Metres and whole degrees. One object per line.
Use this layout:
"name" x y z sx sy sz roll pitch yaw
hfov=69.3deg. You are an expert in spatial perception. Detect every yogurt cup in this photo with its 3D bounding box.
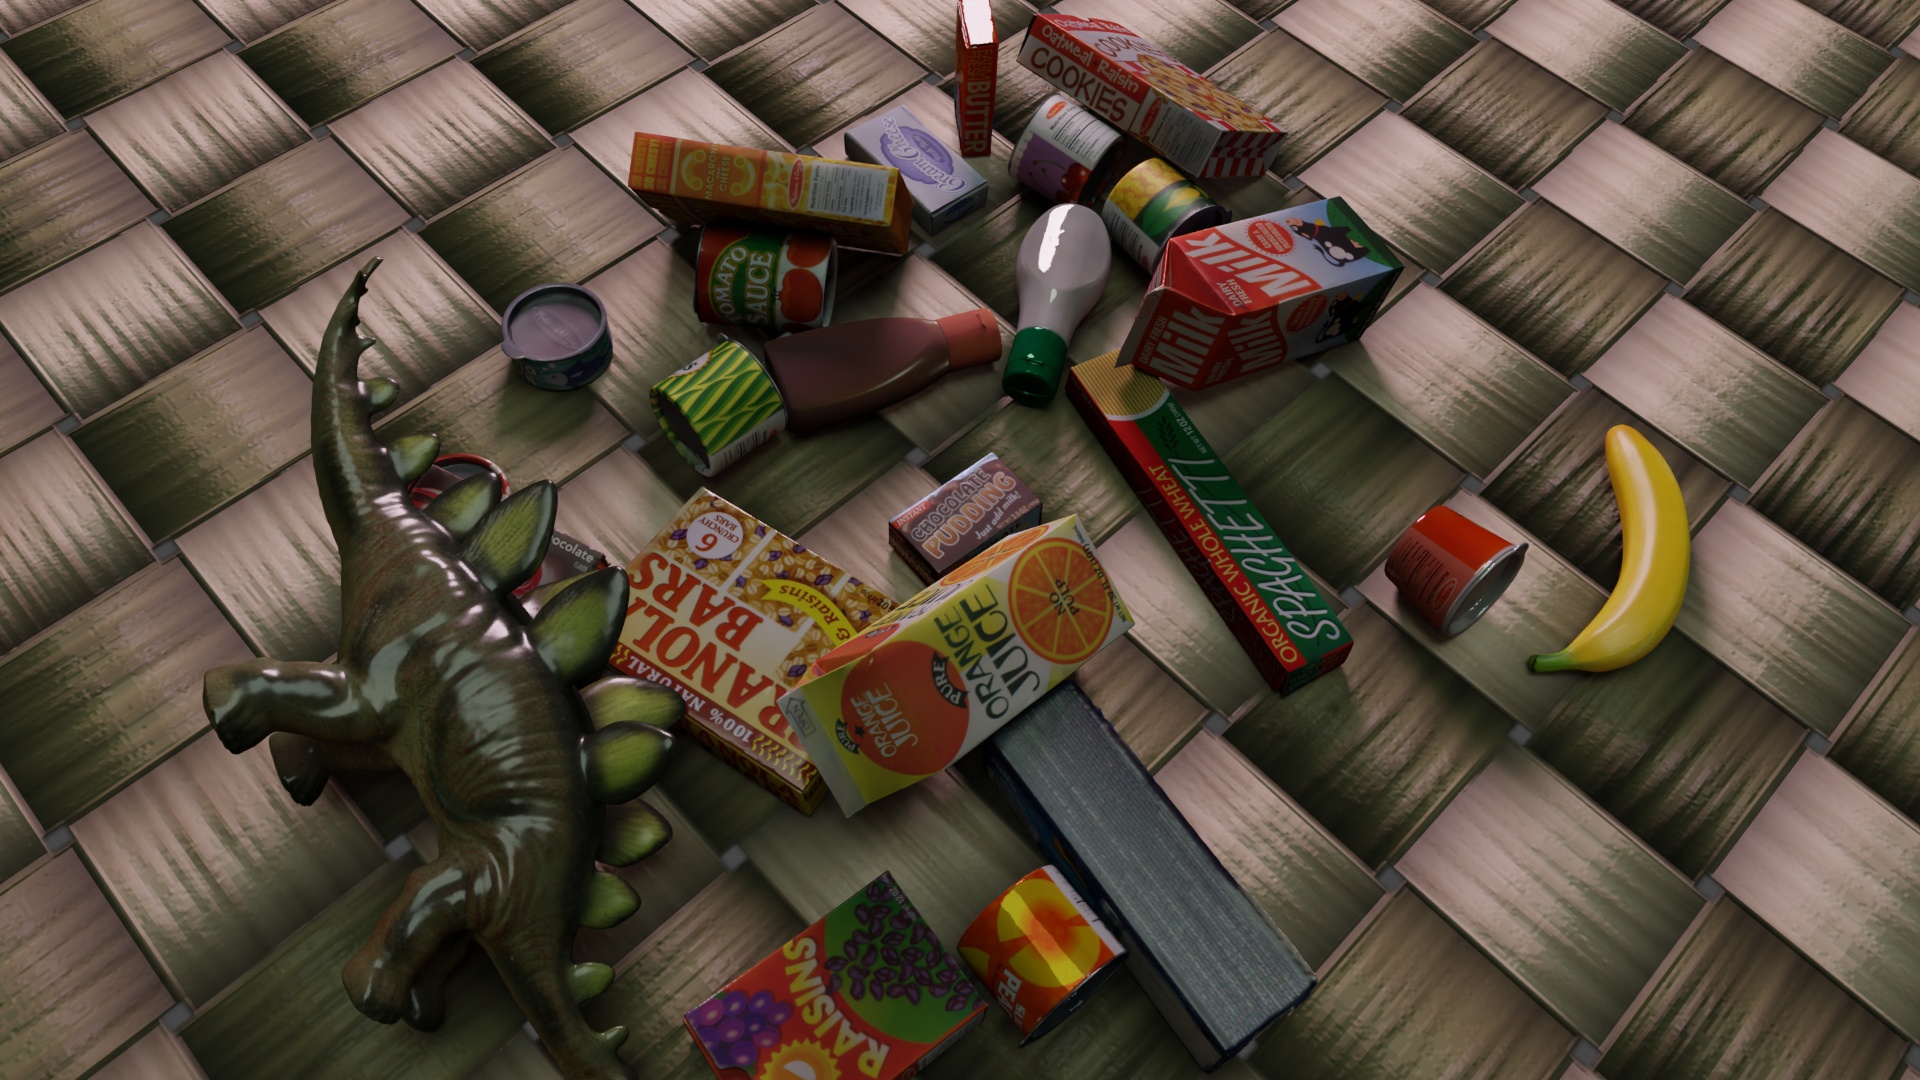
"yogurt cup" 0.290 0.016 0.824 0.072 0.072 0.054 -34 58 -21

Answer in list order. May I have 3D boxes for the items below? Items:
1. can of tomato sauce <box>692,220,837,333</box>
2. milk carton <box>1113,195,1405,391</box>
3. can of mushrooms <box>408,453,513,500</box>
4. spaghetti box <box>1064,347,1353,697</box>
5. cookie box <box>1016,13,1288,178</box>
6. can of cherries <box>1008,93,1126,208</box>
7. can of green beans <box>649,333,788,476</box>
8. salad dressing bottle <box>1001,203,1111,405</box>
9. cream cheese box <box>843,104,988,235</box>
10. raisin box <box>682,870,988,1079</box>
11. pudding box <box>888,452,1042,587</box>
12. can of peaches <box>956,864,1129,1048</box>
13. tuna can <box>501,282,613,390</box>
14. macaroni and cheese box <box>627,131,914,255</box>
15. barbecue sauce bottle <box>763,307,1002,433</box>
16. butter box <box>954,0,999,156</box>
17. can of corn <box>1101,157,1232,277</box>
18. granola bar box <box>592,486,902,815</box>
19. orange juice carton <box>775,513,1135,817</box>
"can of tomato sauce" -0.127 -0.171 0.911 0.083 0.070 0.071 7 59 0
"milk carton" 0.185 -0.157 0.900 0.191 0.072 0.073 -19 61 -26
"can of mushrooms" -0.299 -0.018 0.828 0.071 0.033 0.071 1 59 -2
"spaghetti box" 0.149 -0.019 0.857 0.050 0.028 0.251 -23 62 -16
"cookie box" 0.139 -0.322 1.002 0.168 0.040 0.123 40 32 19
"can of cherries" 0.076 -0.271 0.985 0.058 0.071 0.072 34 63 10
"can of green beans" -0.149 -0.081 0.856 0.058 0.071 0.071 -37 67 -22
"salad dressing bottle" 0.061 -0.158 0.929 0.064 0.043 0.148 15 60 4
"cream cheese box" -0.032 -0.269 1.002 0.053 0.024 0.104 -34 66 -21
"raisin box" -0.061 0.236 0.682 0.124 0.040 0.086 -32 66 -20
"pudding box" 0.003 -0.011 0.842 0.084 0.030 0.050 -34 65 -21
"can of peaches" 0.039 0.206 0.690 0.071 0.071 0.058 -33 66 -21
"tuna can" -0.262 -0.130 0.898 0.071 0.032 0.071 1 58 -2
"macaroni and cheese box" -0.119 -0.225 0.914 0.166 0.124 0.040 8 93 2
"barbecue sauce bottle" -0.048 -0.116 0.896 0.149 0.043 0.065 -16 62 -14
"butter box" 0.010 -0.332 0.997 0.024 0.103 0.053 -5 60 -5
"can of corn" 0.142 -0.222 0.959 0.071 0.070 0.058 -31 65 -20
"granola bar box" -0.118 0.058 0.787 0.166 0.039 0.125 30 61 14
"orange juice carton" -0.005 0.065 0.739 0.193 0.073 0.071 -33 97 -32
